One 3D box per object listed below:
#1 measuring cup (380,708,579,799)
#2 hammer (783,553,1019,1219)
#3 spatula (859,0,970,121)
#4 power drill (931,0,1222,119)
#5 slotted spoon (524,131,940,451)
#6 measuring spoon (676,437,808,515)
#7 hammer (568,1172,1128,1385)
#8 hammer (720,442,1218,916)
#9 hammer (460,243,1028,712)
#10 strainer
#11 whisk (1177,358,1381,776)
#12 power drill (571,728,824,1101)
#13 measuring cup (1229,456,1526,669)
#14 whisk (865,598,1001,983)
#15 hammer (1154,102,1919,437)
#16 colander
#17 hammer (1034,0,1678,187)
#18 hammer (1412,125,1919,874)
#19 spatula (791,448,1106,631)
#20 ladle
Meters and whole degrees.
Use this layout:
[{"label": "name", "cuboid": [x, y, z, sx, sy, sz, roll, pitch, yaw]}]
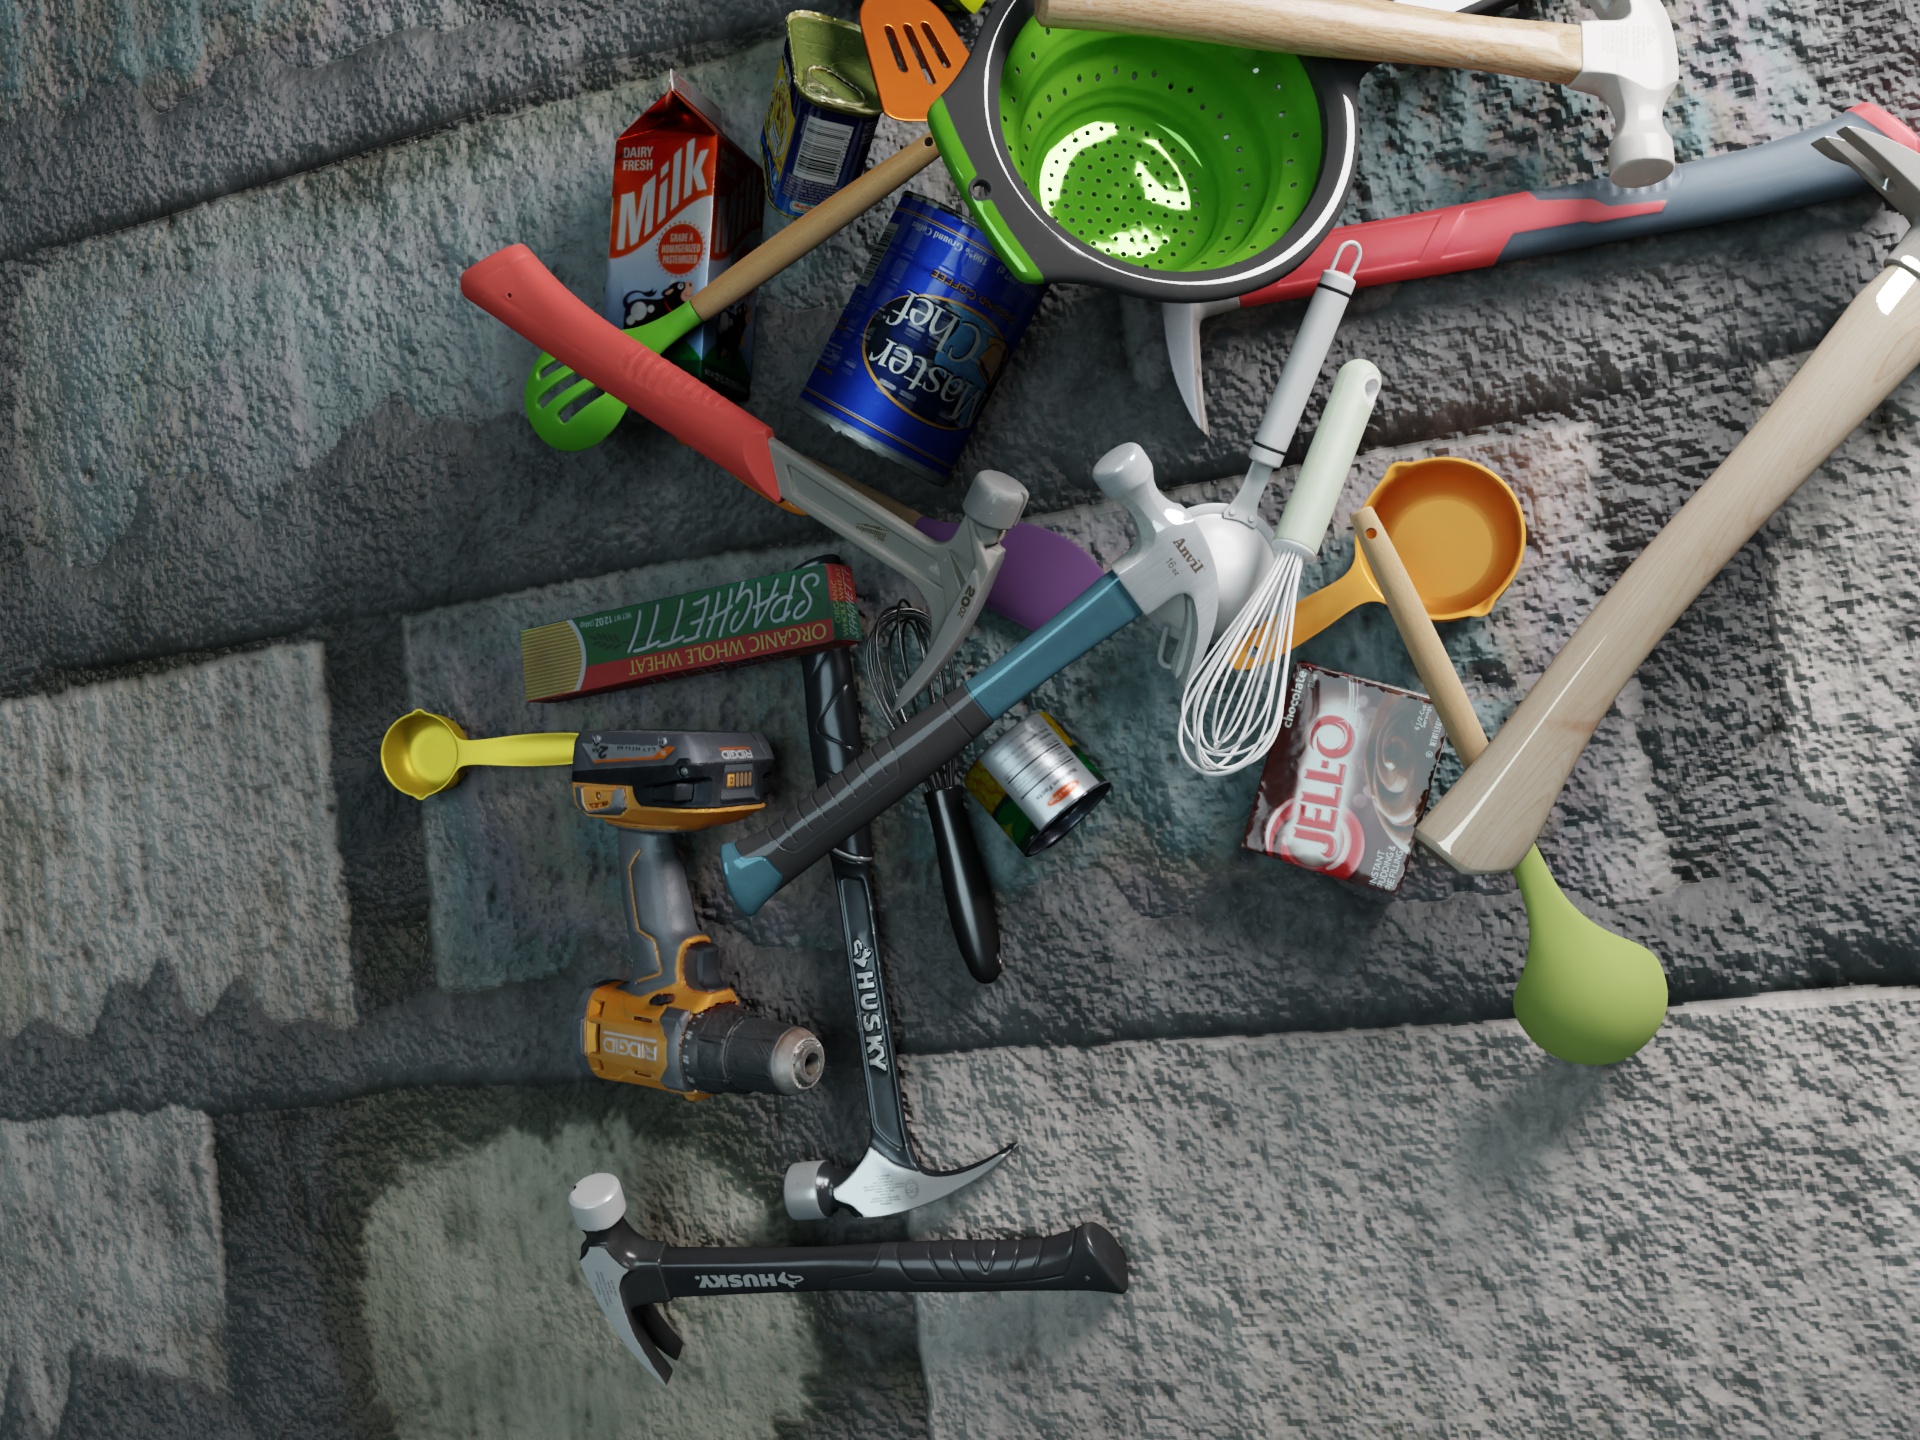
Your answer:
[{"label": "measuring cup", "cuboid": [-0.315, 0.021, 1.082, 0.156, 0.029, 0.062, -2, 89, 7]}, {"label": "hammer", "cuboid": [-0.062, 0.100, 0.986, 0.149, 0.036, 0.409, -9, 86, 17]}, {"label": "spatula", "cuboid": [-0.091, -0.470, 0.976, 0.323, 0.081, 0.041, 51, 145, 28]}, {"label": "power drill", "cuboid": [0.084, -0.457, 0.923, 0.228, 0.080, 0.190, 17, 100, 16]}, {"label": "slotted spoon", "cuboid": [-0.137, -0.260, 0.946, 0.314, 0.031, 0.070, -31, 83, 12]}, {"label": "measuring spoon", "cuboid": [-0.141, -0.164, 1.027, 0.117, 0.011, 0.021, 33, 100, 16]}, {"label": "hammer", "cuboid": [-0.066, 0.337, 0.968, 0.335, 0.035, 0.146, -5, 114, 12]}, {"label": "hammer", "cuboid": [-0.001, -0.003, 0.875, 0.331, 0.033, 0.128, -37, 113, 9]}, {"label": "hammer", "cuboid": [-0.140, -0.157, 0.913, 0.359, 0.037, 0.149, 33, 118, 9]}, {"label": "strainer", "cuboid": [0.166, -0.140, 0.884, 0.087, 0.050, 0.258, 17, 106, -11]}, {"label": "whisk", "cuboid": [0.175, -0.084, 0.851, 0.059, 0.057, 0.246, 13, 77, 44]}, {"label": "power drill", "cuboid": [-0.161, 0.120, 0.977, 0.185, 0.084, 0.226, 1, 92, 36]}, {"label": "measuring cup", "cuboid": [0.228, -0.075, 0.882, 0.173, 0.052, 0.095, -32, 80, 17]}, {"label": "whisk", "cuboid": [-0.011, 0.043, 0.963, 0.055, 0.055, 0.239, -14, 89, 18]}, {"label": "hammer", "cuboid": [0.302, -0.253, 0.866, 0.386, 0.038, 0.143, -6, 89, 18]}, {"label": "colander", "cuboid": [0.168, -0.335, 0.858, 0.397, 0.094, 0.204, -27, 85, -13]}, {"label": "hammer", "cuboid": [0.202, -0.351, 0.801, 0.331, 0.031, 0.130, 4, 79, -8]}, {"label": "hammer", "cuboid": [0.362, -0.096, 0.790, 0.146, 0.038, 0.410, 39, 92, -4]}, {"label": "spatula", "cuboid": [-0.047, -0.134, 0.991, 0.316, 0.018, 0.060, 27, 96, 15]}, {"label": "ladle", "cuboid": [0.280, 0.034, 0.842, 0.078, 0.062, 0.320, -25, 87, 15]}]
